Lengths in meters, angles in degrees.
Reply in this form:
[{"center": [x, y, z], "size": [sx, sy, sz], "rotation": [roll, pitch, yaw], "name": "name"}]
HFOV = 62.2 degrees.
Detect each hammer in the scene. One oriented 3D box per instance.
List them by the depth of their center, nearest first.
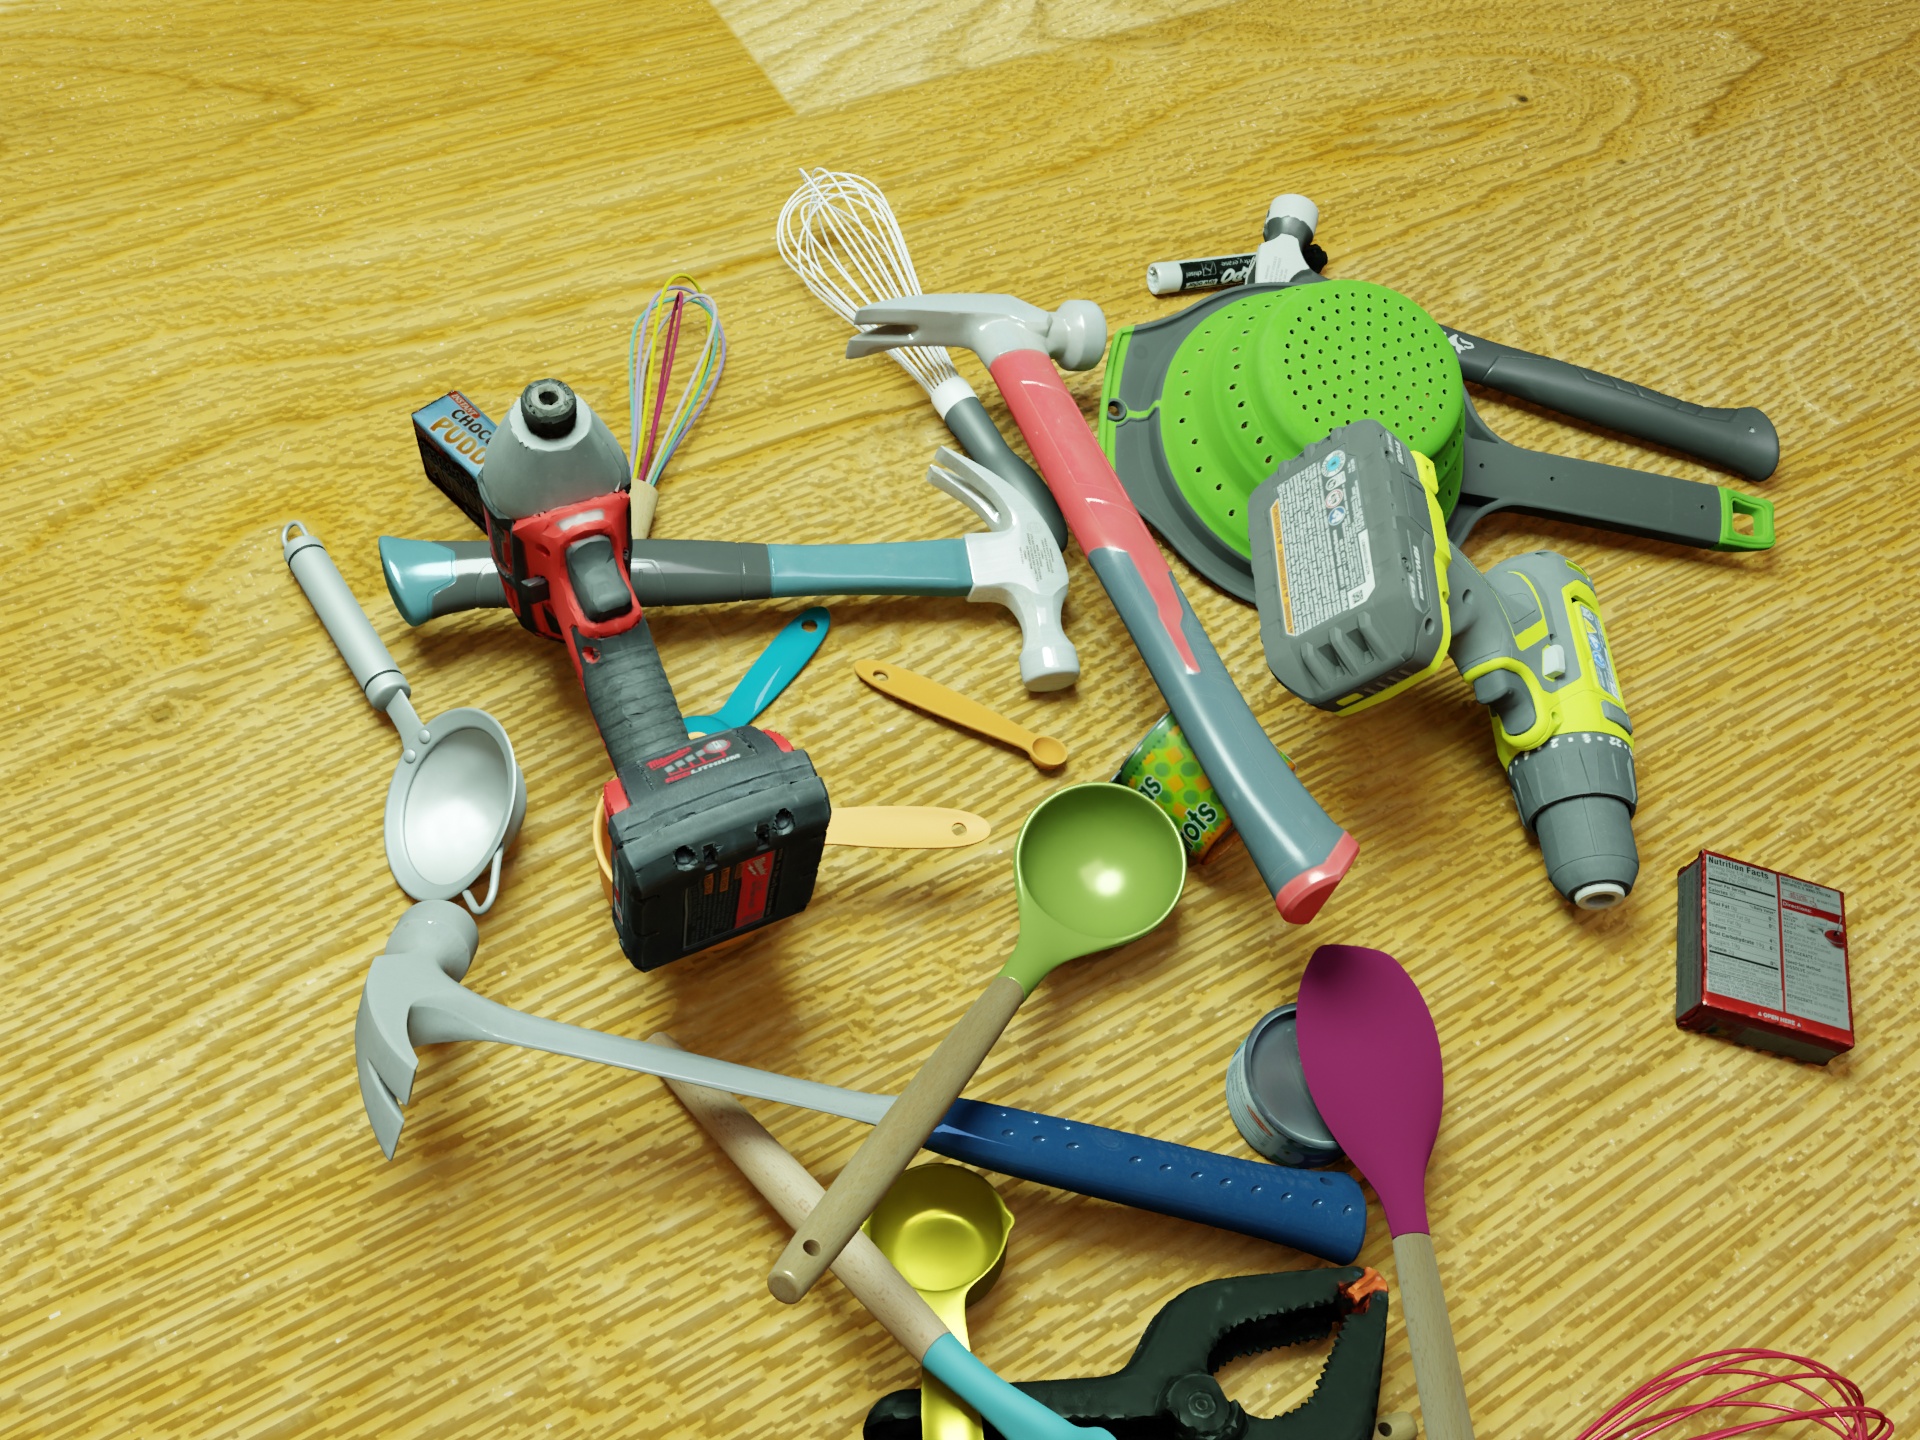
[{"center": [-0.029, 0.156, 0.618], "size": [0.405, 0.035, 0.144], "rotation": [16, 12, -11], "name": "hammer"}, {"center": [0.067, -0.071, 0.749], "size": [0.143, 0.038, 0.387], "rotation": [-6, 53, -24], "name": "hammer"}, {"center": [-0.107, -0.071, 0.773], "size": [0.331, 0.033, 0.128], "rotation": [-3, 68, -17], "name": "hammer"}, {"center": [0.330, -0.206, 0.955], "size": [0.334, 0.035, 0.146], "rotation": [17, 65, -2], "name": "hammer"}]

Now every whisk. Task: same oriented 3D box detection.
[{"center": [0.223, 0.300, 0.608], "size": [0.296, 0.073, 0.073], "rotation": [-10, 60, -10], "name": "whisk"}, {"center": [-0.165, -0.138, 0.826], "size": [0.051, 0.047, 0.245], "rotation": [11, 60, -5], "name": "whisk"}, {"center": [-0.019, -0.202, 0.888], "size": [0.070, 0.070, 0.285], "rotation": [-24, 70, -23], "name": "whisk"}]

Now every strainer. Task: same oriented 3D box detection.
[{"center": [-0.256, -0.008, 0.728], "size": [0.087, 0.050, 0.259], "rotation": [-47, 63, 15], "name": "strainer"}]

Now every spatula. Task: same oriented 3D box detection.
[{"center": [-0.032, 0.211, 0.575], "size": [0.044, 0.082, 0.318], "rotation": [-2, 29, -48], "name": "spatula"}]

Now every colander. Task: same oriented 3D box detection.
[{"center": [0.277, -0.152, 0.856], "size": [0.397, 0.094, 0.205], "rotation": [9, 72, -7], "name": "colander"}]

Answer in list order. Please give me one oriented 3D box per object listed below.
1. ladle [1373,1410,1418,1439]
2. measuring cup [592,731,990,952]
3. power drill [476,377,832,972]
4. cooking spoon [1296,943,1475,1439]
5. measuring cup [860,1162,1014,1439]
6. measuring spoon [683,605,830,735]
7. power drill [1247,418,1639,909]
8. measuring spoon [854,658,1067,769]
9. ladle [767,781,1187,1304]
[{"center": [0.035, 0.311, 0.585], "size": [0.315, 0.031, 0.069], "rotation": [-12, 47, -19], "name": "ladle"}, {"center": [-0.075, 0.059, 0.711], "size": [0.173, 0.052, 0.095], "rotation": [1, 58, -12], "name": "measuring cup"}, {"center": [-0.133, -0.025, 0.635], "size": [0.078, 0.143, 0.220], "rotation": [-20, 67, -20], "name": "power drill"}, {"center": [0.181, 0.227, 0.619], "size": [0.068, 0.017, 0.319], "rotation": [8, 52, -12], "name": "cooking spoon"}, {"center": [-0.005, 0.243, 0.599], "size": [0.062, 0.029, 0.157], "rotation": [-4, 45, -2], "name": "measuring cup"}, {"center": [-0.101, -0.017, 0.770], "size": [0.042, 0.021, 0.129], "rotation": [31, 59, 10], "name": "measuring spoon"}, {"center": [0.244, -0.025, 0.759], "size": [0.228, 0.080, 0.191], "rotation": [26, 50, -33], "name": "power drill"}, {"center": [-0.001, -0.003, 0.789], "size": [0.117, 0.011, 0.021], "rotation": [25, 43, 10], "name": "measuring spoon"}, {"center": [0.013, 0.110, 0.617], "size": [0.078, 0.062, 0.320], "rotation": [31, 30, 11], "name": "ladle"}]
